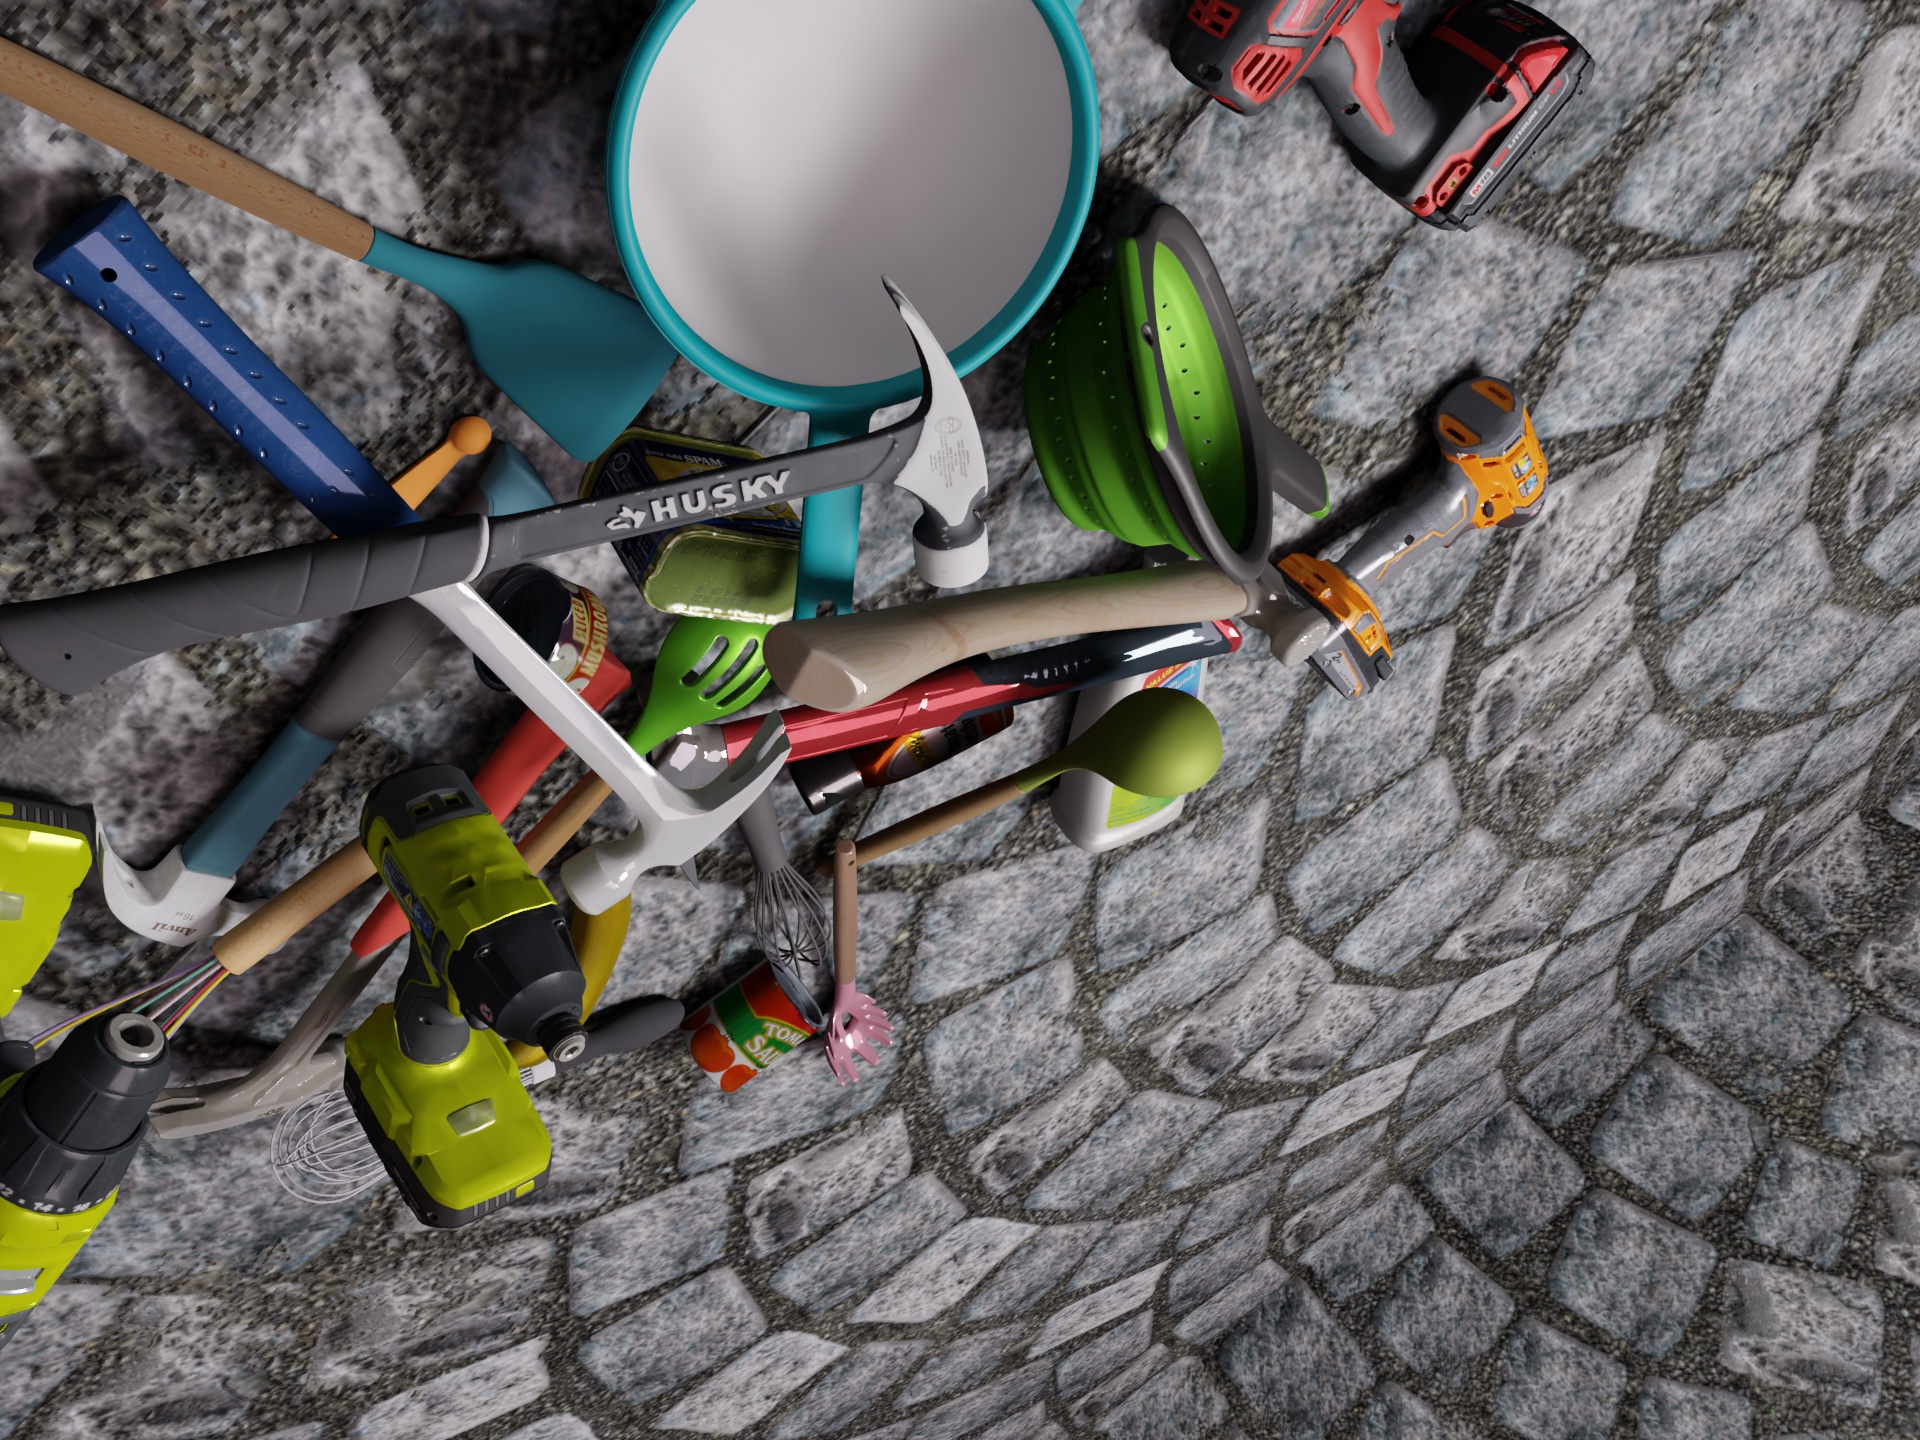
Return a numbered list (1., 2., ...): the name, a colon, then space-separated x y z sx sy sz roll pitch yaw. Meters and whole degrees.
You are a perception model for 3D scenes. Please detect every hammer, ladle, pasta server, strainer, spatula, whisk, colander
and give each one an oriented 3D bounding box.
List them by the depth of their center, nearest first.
1. spatula: -0.254 -0.195 0.624 0.082 0.044 0.317 -47 142 20
2. hammer: -0.186 -0.081 0.671 0.409 0.036 0.149 -14 133 -10
3. strainer: -0.062 -0.196 0.718 0.211 0.095 0.340 -8 130 -21
4. hammer: -0.229 -0.062 0.718 0.144 0.035 0.405 -33 130 4
5. hammer: -0.313 -0.006 0.800 0.331 0.033 0.128 -46 144 14
6. whisk: -0.400 0.141 0.832 0.245 0.047 0.051 -38 145 -5
7. hammer: 0.048 -0.066 0.861 0.410 0.146 0.038 -13 143 -48
8. hammer: -0.308 0.093 0.891 0.359 0.037 0.149 -49 162 14
9. colander: 0.132 -0.161 0.938 0.094 0.204 0.397 -12 171 25
10. hammer: -0.002 -0.003 0.992 0.386 0.038 0.143 -14 125 -18
11. ladle: 0.028 0.056 1.036 0.320 0.078 0.062 -26 124 35
12. whisk: -0.127 0.094 1.057 0.055 0.055 0.238 -26 139 -14
13. whisk: -0.314 0.244 1.067 0.284 0.070 0.070 -17 141 -32
14. pasta server: -0.080 0.182 1.181 0.060 0.040 0.316 -37 154 -27

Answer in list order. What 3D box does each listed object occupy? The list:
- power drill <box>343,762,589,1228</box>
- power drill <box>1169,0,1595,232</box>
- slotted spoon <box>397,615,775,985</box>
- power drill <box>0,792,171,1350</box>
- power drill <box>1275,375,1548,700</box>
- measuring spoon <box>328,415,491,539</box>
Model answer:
1. power drill: -0.254 0.155 0.818 0.080 0.171 0.223 -19 144 -38
2. power drill: 0.229 -0.367 0.804 0.226 0.080 0.188 13 122 -43
3. slotted spoon: -0.211 0.047 0.886 0.313 0.031 0.070 -45 132 11
4. power drill: -0.423 0.138 0.703 0.190 0.229 0.080 -49 143 18
5. power drill: 0.335 -0.125 1.163 0.226 0.084 0.164 -46 144 7
6. measuring spoon: -0.265 -0.100 0.750 0.117 0.011 0.021 -41 144 7
